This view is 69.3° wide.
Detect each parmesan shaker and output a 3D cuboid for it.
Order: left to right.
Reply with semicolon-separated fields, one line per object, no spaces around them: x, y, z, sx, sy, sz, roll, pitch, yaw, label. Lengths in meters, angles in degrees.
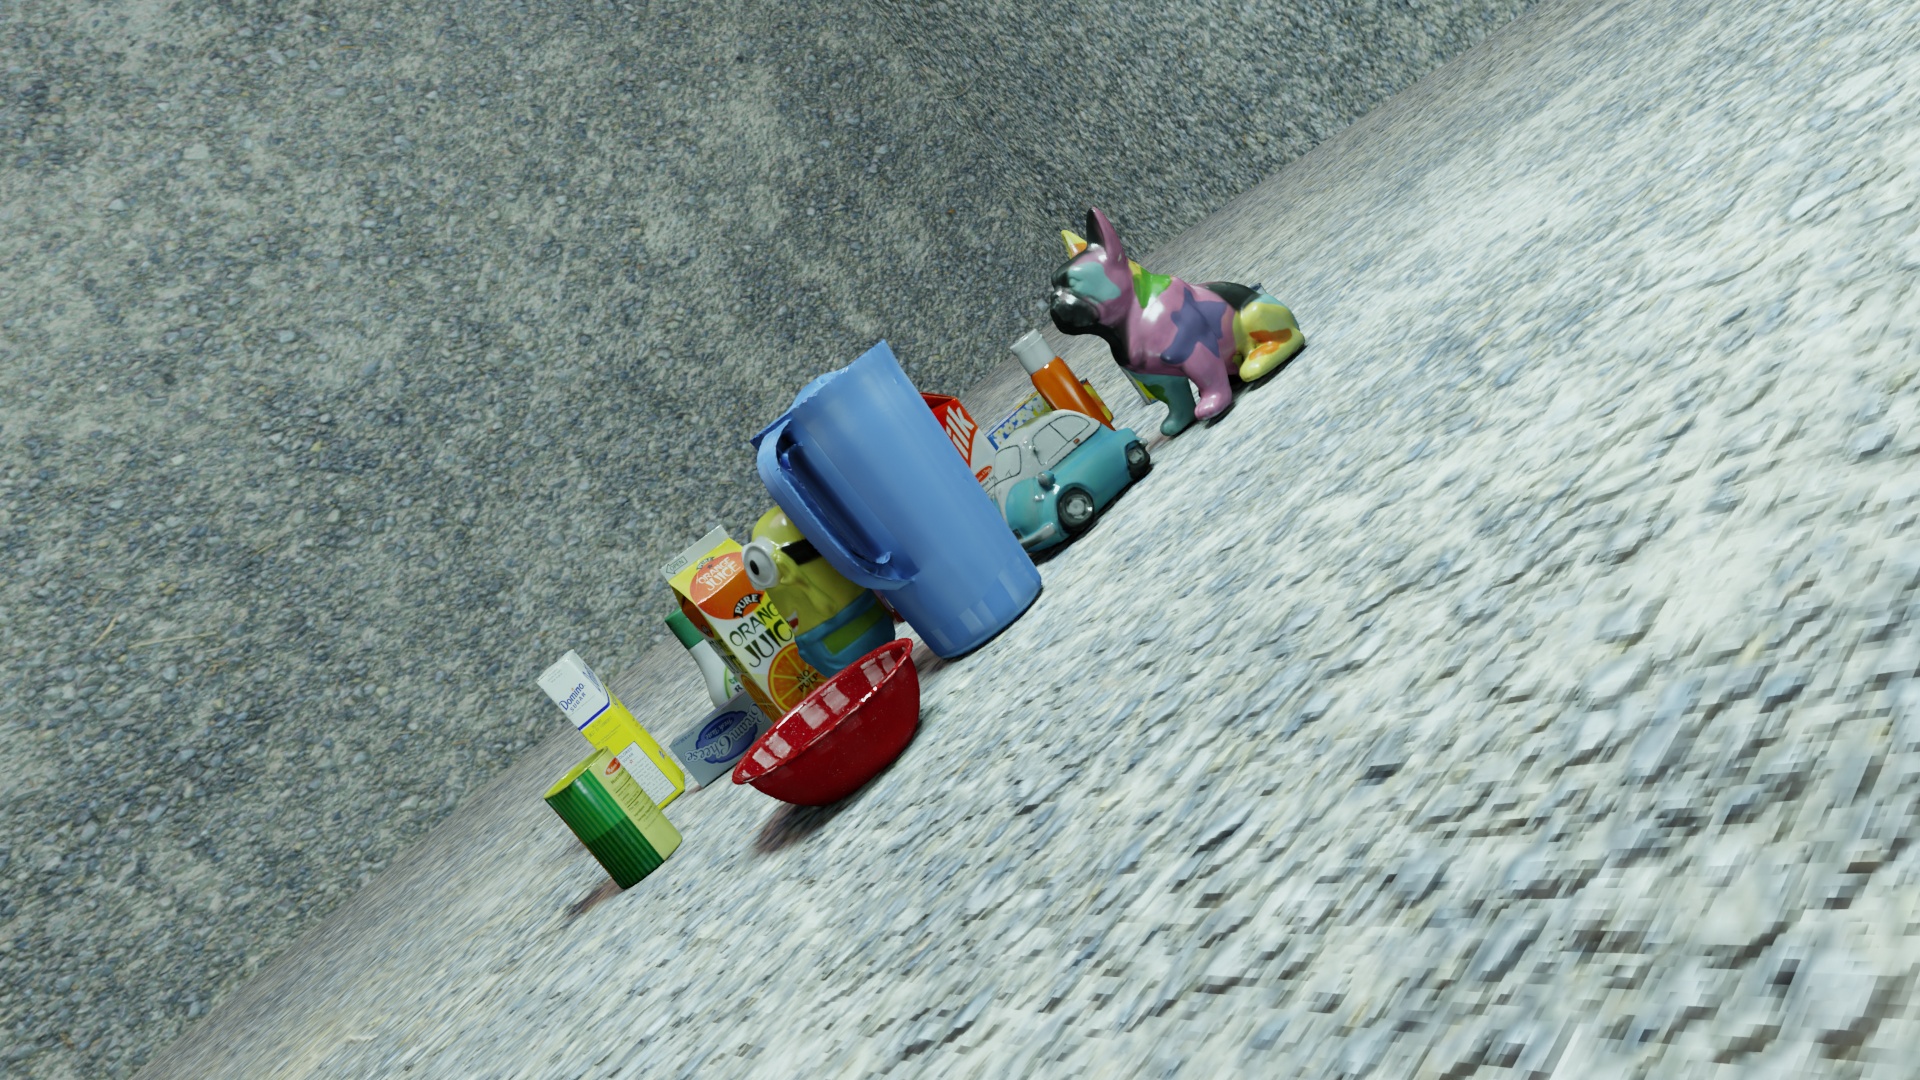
-0.293;0.235;1.169;0.071;0.103;0.071;-36;8;6;parmesan shaker

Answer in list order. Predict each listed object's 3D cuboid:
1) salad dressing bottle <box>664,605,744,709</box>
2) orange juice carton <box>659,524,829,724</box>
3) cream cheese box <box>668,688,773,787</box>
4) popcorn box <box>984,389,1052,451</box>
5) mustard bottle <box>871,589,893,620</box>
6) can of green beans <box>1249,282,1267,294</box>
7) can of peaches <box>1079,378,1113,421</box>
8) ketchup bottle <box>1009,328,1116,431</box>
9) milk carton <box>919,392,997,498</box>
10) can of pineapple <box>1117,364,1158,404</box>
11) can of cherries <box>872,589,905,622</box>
-0.232;0.125;1.365;0.064;0.147;0.044;-43;10;-38;salad dressing bottle
-0.184;0.081;1.253;0.072;0.192;0.073;-40;9;-21;orange juice carton
-0.218;0.183;1.316;0.104;0.053;0.024;-36;8;7;cream cheese box
0.083;-0.110;1.571;0.127;0.085;0.038;-43;10;-38;popcorn box
-0.137;0.032;1.434;0.065;0.160;0.049;-32;10;33;mustard bottle
0.289;-0.215;1.390;0.071;0.058;0.071;-36;8;6;can of green beans
0.138;-0.149;1.649;0.071;0.058;0.071;-36;8;6;can of peaches
0.112;-0.160;1.503;0.043;0.148;0.065;-36;8;12;ketchup bottle
-0.011;-0.069;1.370;0.074;0.190;0.072;-43;10;-37;milk carton
0.221;-0.195;1.560;0.071;0.058;0.071;-36;8;6;can of pineapple
-0.055;0.042;1.400;0.071;0.058;0.071;-36;8;6;can of cherries
